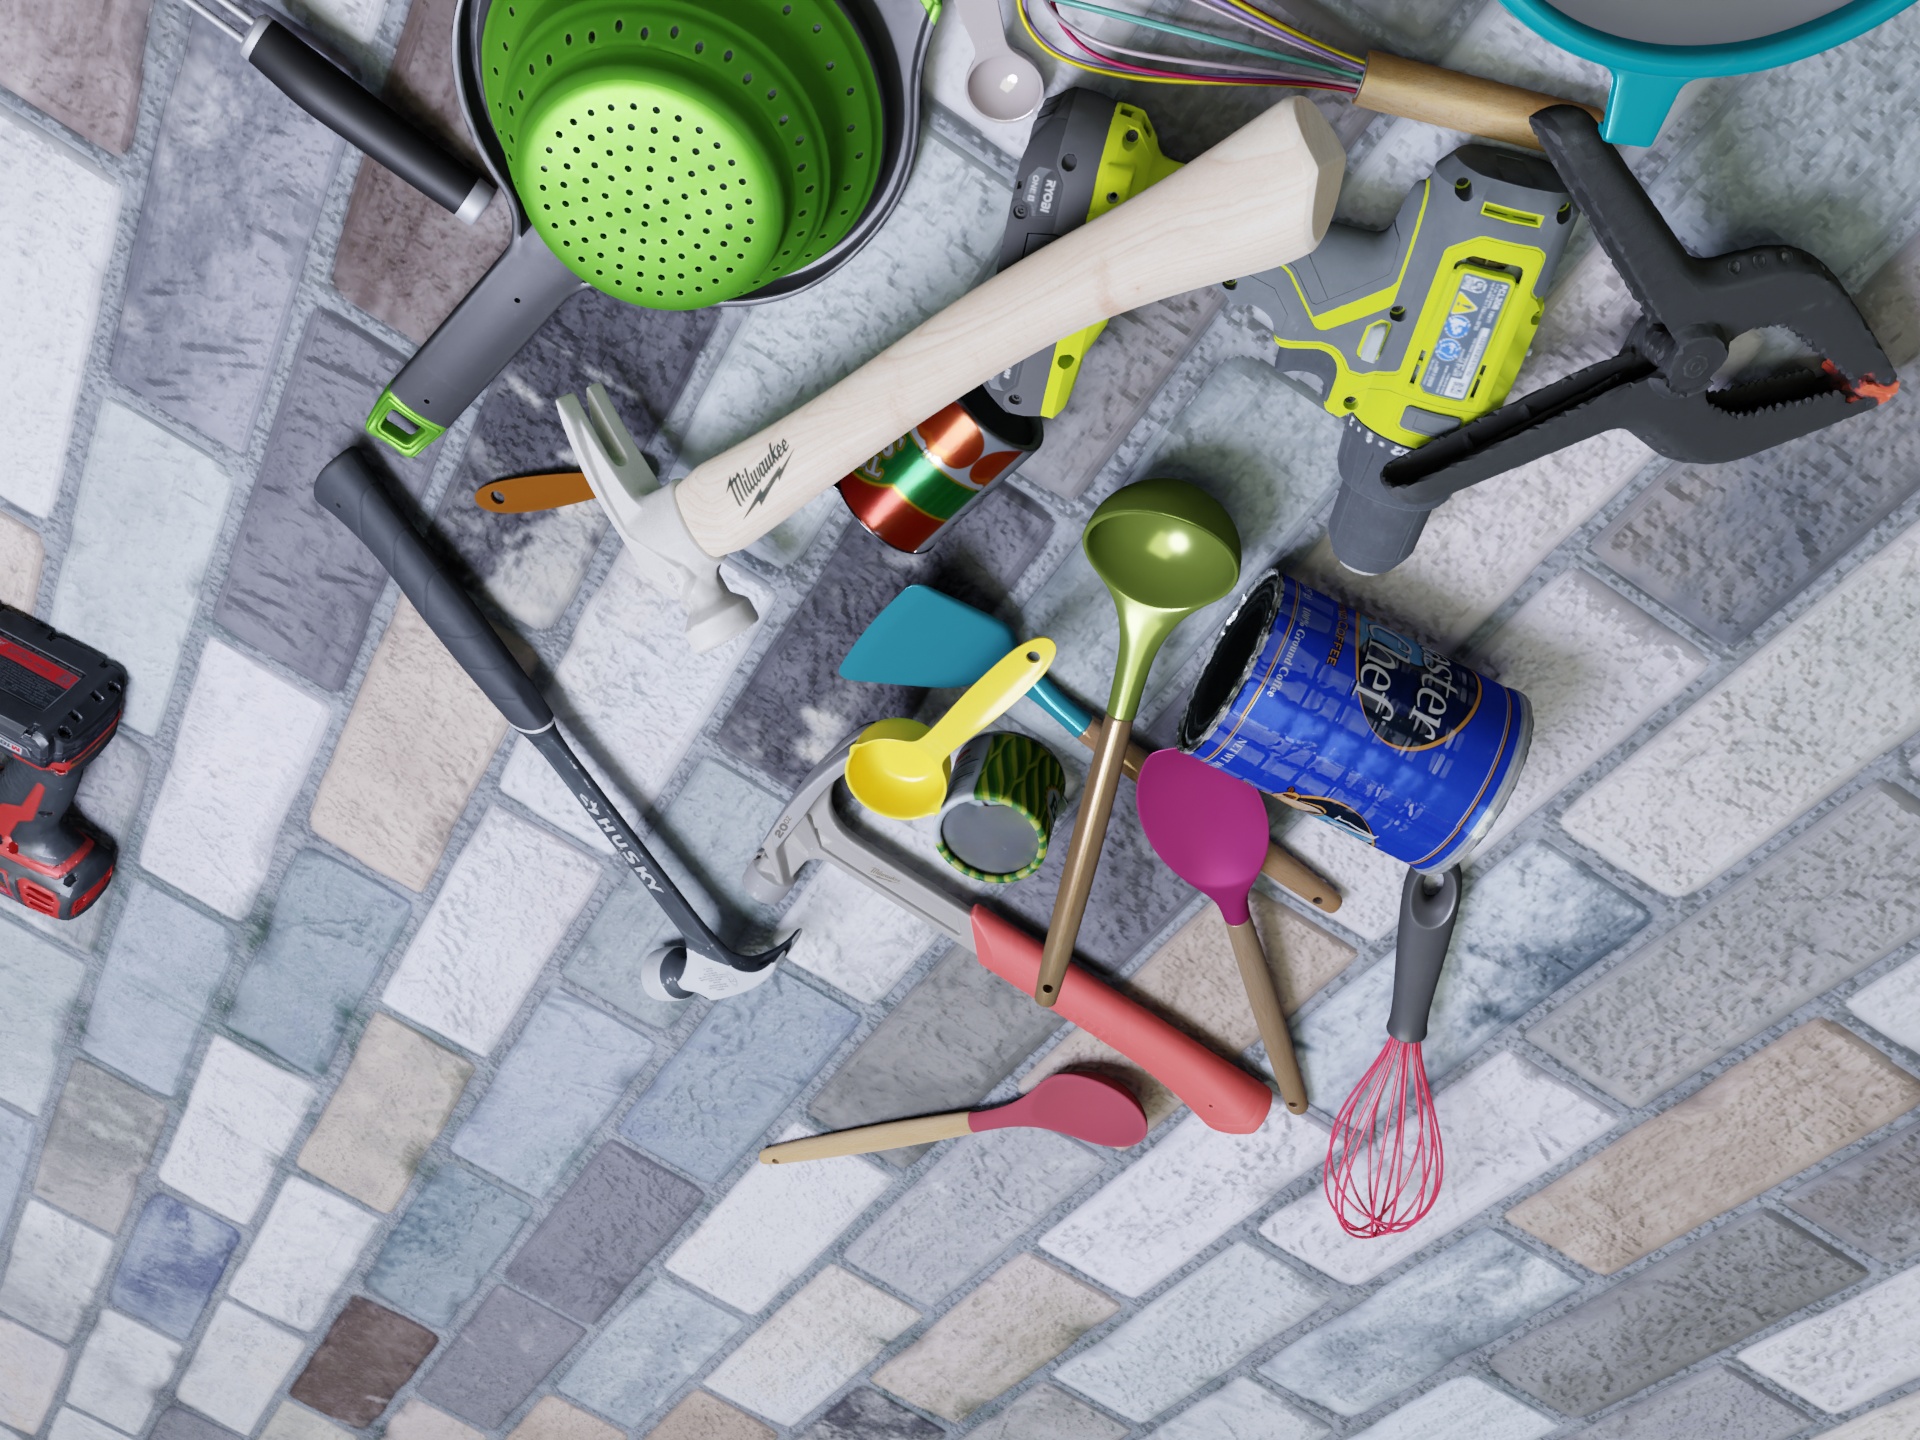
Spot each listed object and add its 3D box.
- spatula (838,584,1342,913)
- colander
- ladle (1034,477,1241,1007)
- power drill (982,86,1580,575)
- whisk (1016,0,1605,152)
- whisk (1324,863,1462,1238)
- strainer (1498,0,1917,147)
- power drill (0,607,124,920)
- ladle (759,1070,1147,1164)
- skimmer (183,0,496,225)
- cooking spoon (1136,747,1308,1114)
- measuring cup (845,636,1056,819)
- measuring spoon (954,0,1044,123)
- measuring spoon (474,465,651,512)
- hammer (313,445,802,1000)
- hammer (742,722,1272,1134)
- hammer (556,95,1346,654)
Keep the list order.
[{"bbox_3d":[0.085,0.026,0.874,0.317,0.044,0.082,34,130,-11],"label":"spatula"},{"bbox_3d":[-0.178,-0.209,0.722,0.204,0.095,0.397,34,133,-28],"label":"colander"},{"bbox_3d":[0.075,0.025,0.825,0.078,0.062,0.320,16,117,8],"label":"ladle"},{"bbox_3d":[0.129,-0.169,0.699,0.228,0.080,0.190,15,127,2],"label":"power drill"},{"bbox_3d":[0.142,-0.268,0.641,0.245,0.051,0.047,14,101,0],"label":"whisk"},{"bbox_3d":[0.263,0.199,0.946,0.073,0.073,0.295,6,120,11],"label":"whisk"},{"bbox_3d":[0.213,-0.376,0.505,0.211,0.095,0.340,-33,112,24],"label":"strainer"},{"bbox_3d":[-0.662,0.026,1.071,0.188,0.080,0.226,29,131,-5],"label":"power drill"},{"bbox_3d":[-0.013,0.284,1.104,0.315,0.031,0.069,-17,117,28],"label":"ladle"},{"bbox_3d":[-0.365,-0.365,0.725,0.363,0.090,0.127,35,128,-23],"label":"skimmer"},{"bbox_3d":[0.166,0.131,0.924,0.069,0.017,0.318,-7,129,21],"label":"cooking spoon"},{"bbox_3d":[-0.001,-0.003,0.842,0.062,0.029,0.156,39,124,-15],"label":"measuring cup"},{"bbox_3d":[0.006,-0.303,0.652,0.034,0.018,0.124,-6,142,17],"label":"measuring spoon"},{"bbox_3d":[-0.217,-0.129,0.871,0.117,0.011,0.021,-4,124,23],"label":"measuring spoon"},{"bbox_3d":[-0.243,0.015,0.951,0.149,0.036,0.408,-12,120,43],"label":"hammer"},{"bbox_3d":[0.046,0.145,0.978,0.359,0.037,0.149,33,127,-9],"label":"hammer"},{"bbox_3d":[-0.024,-0.155,0.685,0.410,0.038,0.146,-22,103,41],"label":"hammer"}]
